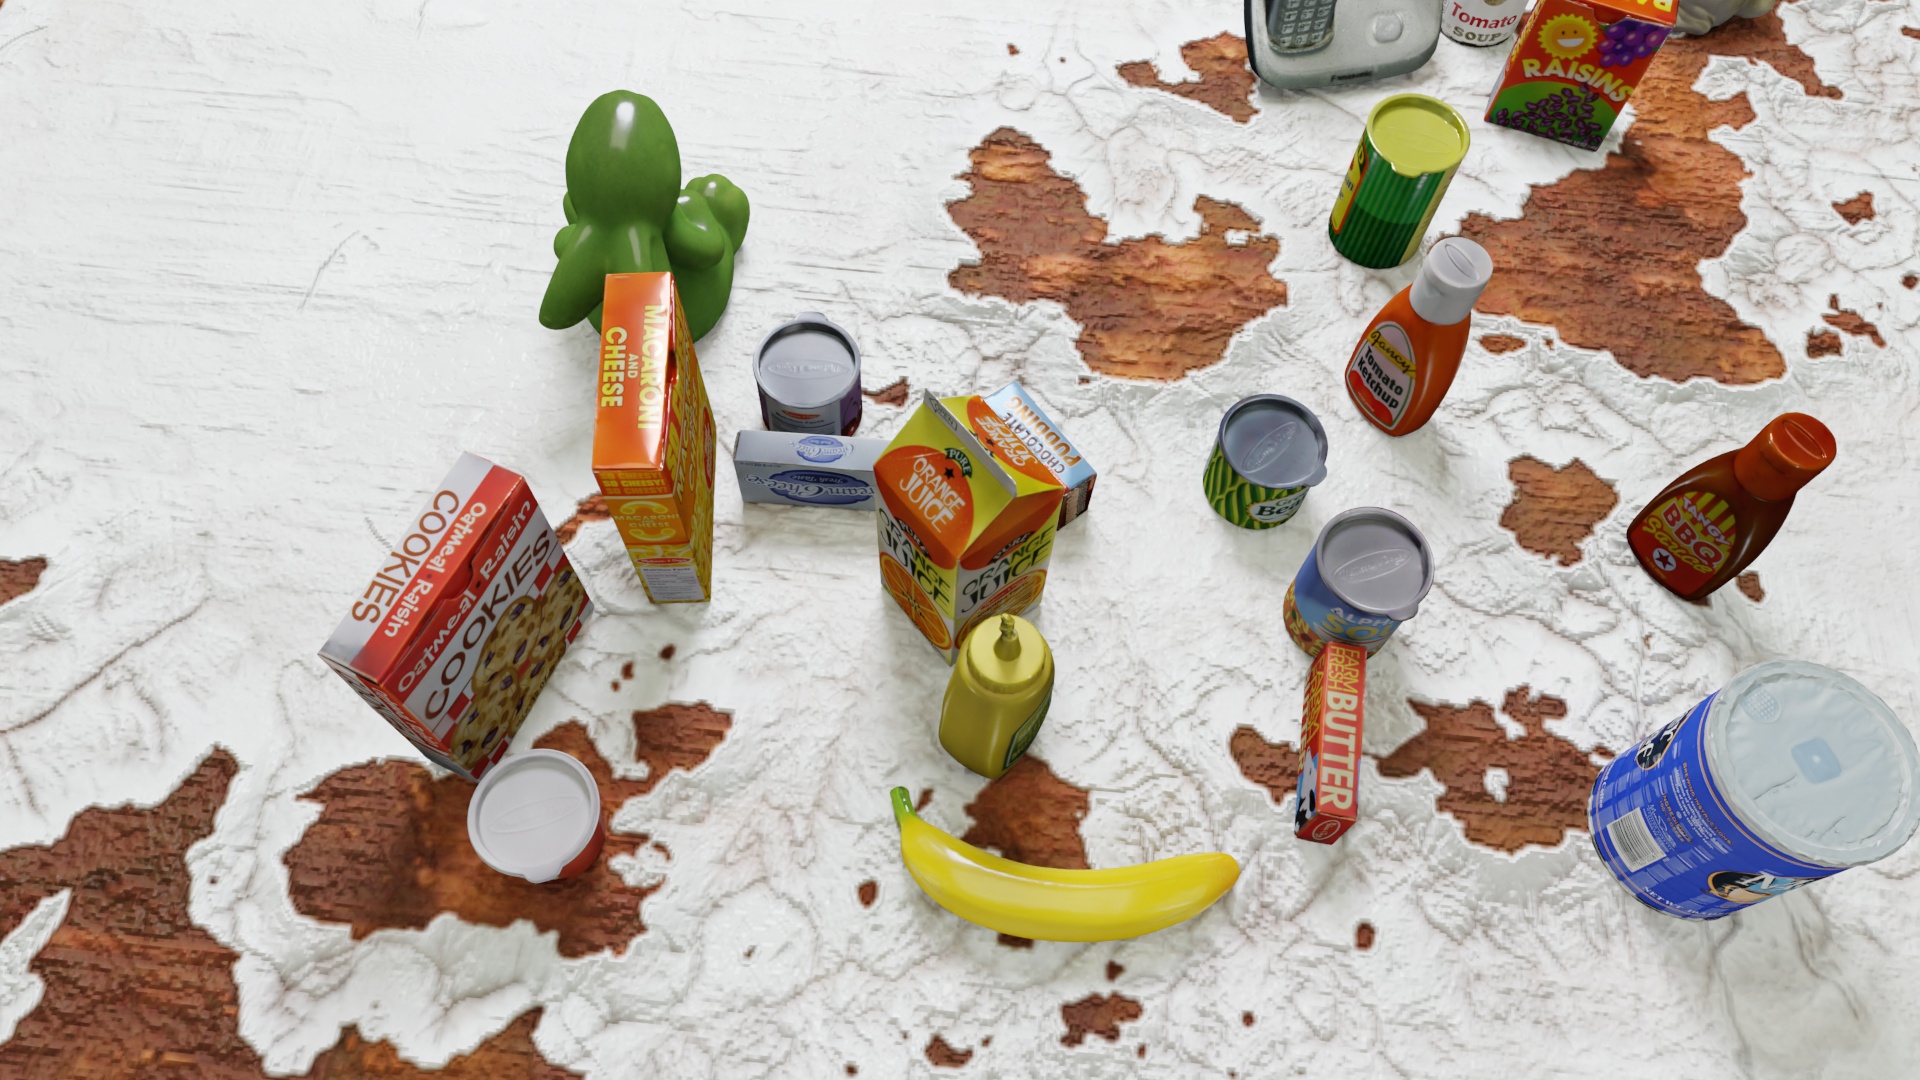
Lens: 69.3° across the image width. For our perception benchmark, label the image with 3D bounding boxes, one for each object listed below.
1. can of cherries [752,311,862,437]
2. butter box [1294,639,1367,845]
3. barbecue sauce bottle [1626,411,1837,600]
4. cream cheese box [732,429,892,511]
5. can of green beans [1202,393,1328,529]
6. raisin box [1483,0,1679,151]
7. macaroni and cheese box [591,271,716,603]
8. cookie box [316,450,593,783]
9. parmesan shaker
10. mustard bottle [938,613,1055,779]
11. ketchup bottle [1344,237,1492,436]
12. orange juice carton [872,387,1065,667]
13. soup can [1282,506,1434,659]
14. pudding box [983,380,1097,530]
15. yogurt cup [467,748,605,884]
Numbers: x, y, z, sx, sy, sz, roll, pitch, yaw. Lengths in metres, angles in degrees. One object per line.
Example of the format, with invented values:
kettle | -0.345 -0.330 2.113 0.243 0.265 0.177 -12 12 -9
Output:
can of cherries | -0.094 -0.099 0.873 0.071 0.058 0.072 1 64 -1
butter box | 0.208 0.113 0.780 0.024 0.053 0.104 10 64 3
barbecue sauce bottle | 0.445 -0.021 0.802 0.044 0.148 0.065 -29 68 -15
cream cheese box | -0.084 -0.042 0.848 0.104 0.053 0.024 4 64 0
can of green beans | 0.187 -0.048 0.857 0.071 0.057 0.071 1 64 -1
raisin box | 0.432 -0.338 0.973 0.086 0.123 0.040 20 65 8
macaroni and cheese box | -0.169 -0.053 0.788 0.040 0.165 0.124 -2 64 -3
cookie box | -0.257 0.046 0.735 0.040 0.166 0.123 22 65 9
parmesan shaker | 0.289 -0.236 0.929 0.071 0.102 0.071 1 64 -1
mustard bottle | 0.021 0.077 0.733 0.049 0.159 0.065 32 67 13
ketchup bottle | 0.281 -0.125 0.848 0.043 0.148 0.065 -27 68 -14
orange juice carton | 0.003 -0.009 0.757 0.073 0.191 0.072 -35 70 -17
soup can | 0.229 0.031 0.805 0.071 0.083 0.071 1 64 -1
pudding box | 0.045 -0.052 0.859 0.030 0.049 0.084 -34 69 -17
yogurt cup | -0.224 0.152 0.747 0.072 0.053 0.072 1 64 -1
